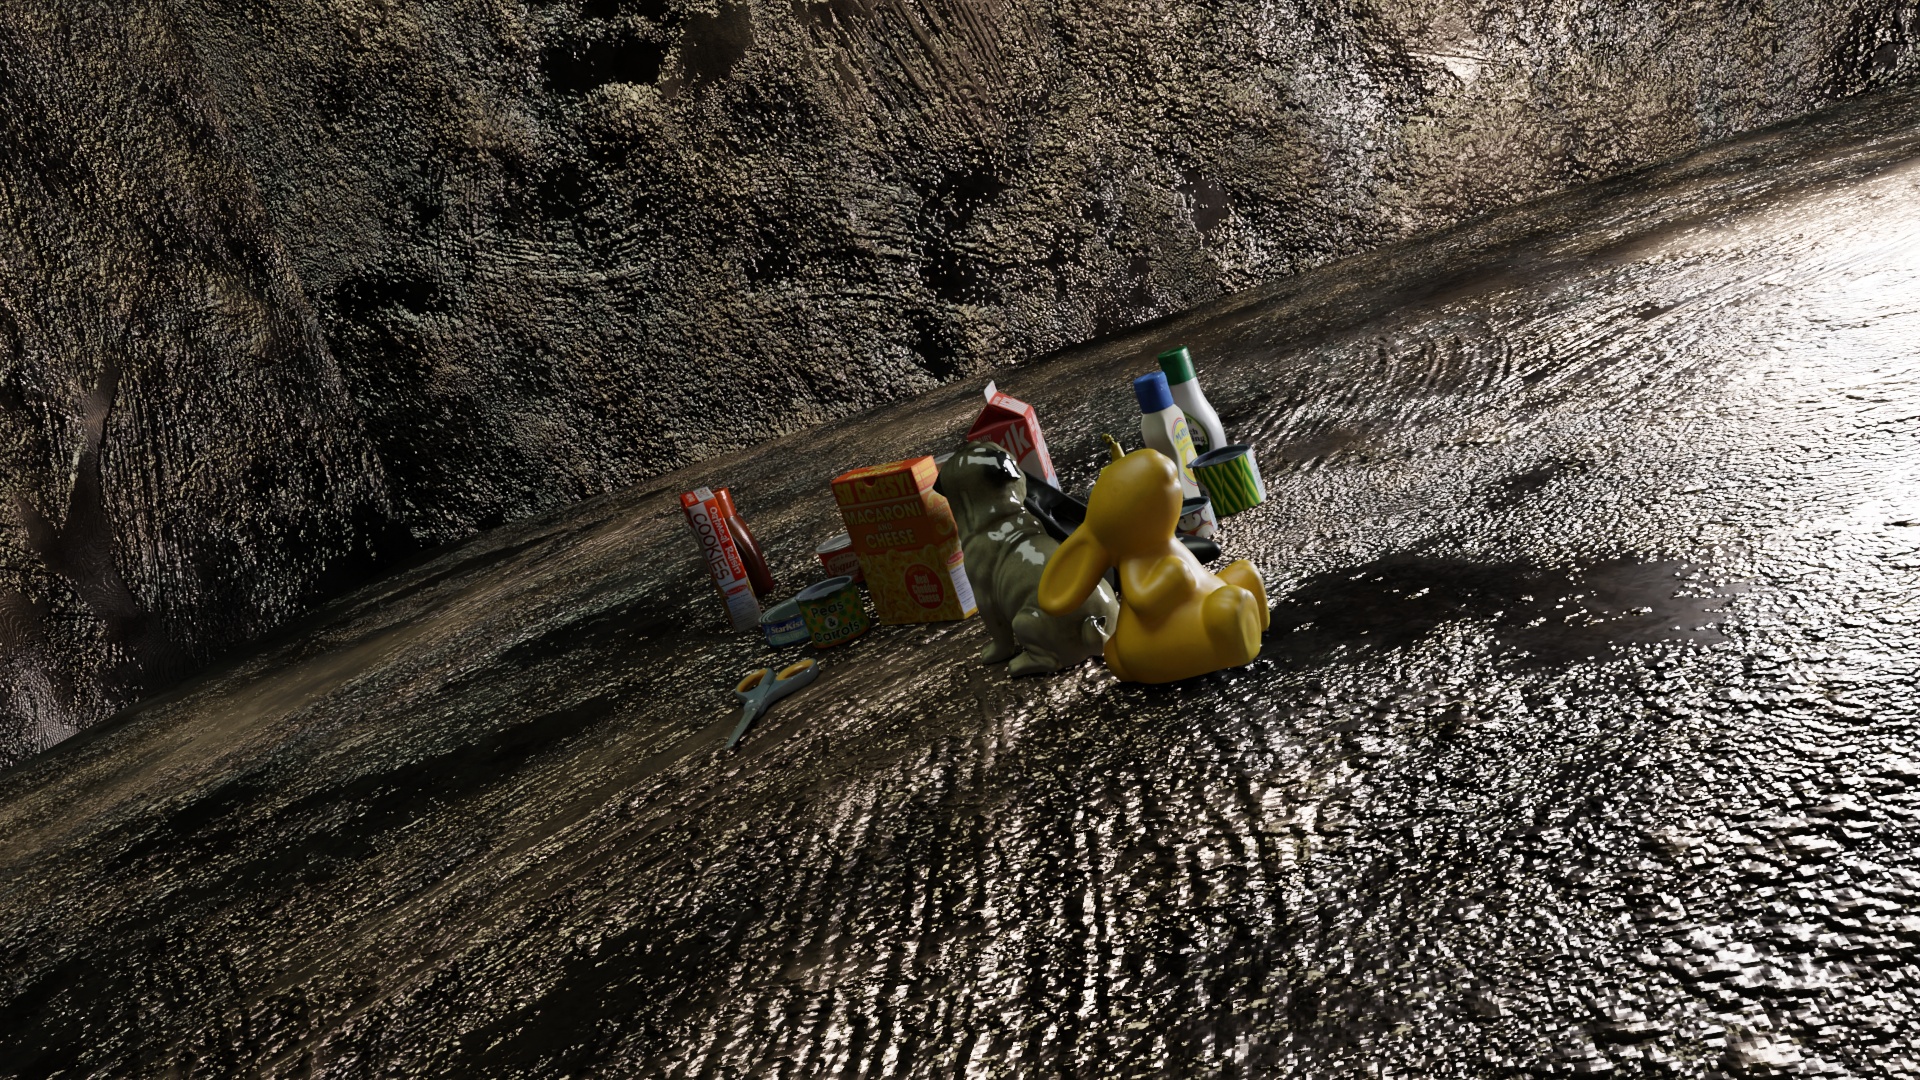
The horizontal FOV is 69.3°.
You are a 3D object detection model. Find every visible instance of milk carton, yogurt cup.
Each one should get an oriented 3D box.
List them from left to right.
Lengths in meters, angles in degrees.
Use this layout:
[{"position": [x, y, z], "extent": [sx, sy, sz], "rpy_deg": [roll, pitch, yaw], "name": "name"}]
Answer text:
[{"position": [-0.140, 0.024, 1.732], "extent": [0.072, 0.054, 0.072], "rpy_deg": [-19, 12, 4], "name": "yogurt cup"}, {"position": [0.062, -0.087, 1.581], "extent": [0.073, 0.190, 0.072], "rpy_deg": [-17, 12, 13], "name": "milk carton"}]

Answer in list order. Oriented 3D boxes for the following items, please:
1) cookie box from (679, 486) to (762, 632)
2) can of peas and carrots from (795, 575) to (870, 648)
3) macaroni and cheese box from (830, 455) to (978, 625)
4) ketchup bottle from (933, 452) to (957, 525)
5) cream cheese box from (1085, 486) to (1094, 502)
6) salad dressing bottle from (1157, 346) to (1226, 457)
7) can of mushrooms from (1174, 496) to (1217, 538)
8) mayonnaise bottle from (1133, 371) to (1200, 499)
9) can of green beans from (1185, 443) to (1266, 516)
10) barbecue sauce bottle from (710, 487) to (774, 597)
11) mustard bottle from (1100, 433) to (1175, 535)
[{"position": [-0.297, 0.021, 1.717], "extent": [0.040, 0.167, 0.123], "rpy_deg": [-22, 13, -11], "name": "cookie box"}, {"position": [-0.137, 0.077, 1.490], "extent": [0.071, 0.058, 0.071], "rpy_deg": [-19, 12, 4], "name": "can of peas and carrots"}, {"position": [-0.056, 0.003, 1.436], "extent": [0.123, 0.166, 0.040], "rpy_deg": [-8, 17, 43], "name": "macaroni and cheese box"}, {"position": [0.005, -0.018, 1.475], "extent": [0.065, 0.148, 0.043], "rpy_deg": [-19, 12, 4], "name": "ketchup bottle"}, {"position": [0.179, -0.048, 1.557], "extent": [0.024, 0.053, 0.104], "rpy_deg": [-11, 15, 35], "name": "cream cheese box"}, {"position": [0.273, -0.156, 1.656], "extent": [0.044, 0.147, 0.064], "rpy_deg": [-29, 15, -37], "name": "salad dressing bottle"}, {"position": [0.223, -0.017, 1.408], "extent": [0.071, 0.033, 0.071], "rpy_deg": [-19, 13, 4], "name": "can of mushrooms"}, {"position": [0.229, -0.111, 1.531], "extent": [0.041, 0.147, 0.065], "rpy_deg": [-10, 15, 37], "name": "mayonnaise bottle"}, {"position": [0.281, -0.063, 1.459], "extent": [0.071, 0.057, 0.071], "rpy_deg": [-19, 12, 4], "name": "can of green beans"}, {"position": [-0.300, 0.004, 1.835], "extent": [0.065, 0.148, 0.044], "rpy_deg": [-12, 15, 33], "name": "barbecue sauce bottle"}, {"position": [0.158, -0.021, 1.232], "extent": [0.049, 0.160, 0.065], "rpy_deg": [-21, 12, -8], "name": "mustard bottle"}]
